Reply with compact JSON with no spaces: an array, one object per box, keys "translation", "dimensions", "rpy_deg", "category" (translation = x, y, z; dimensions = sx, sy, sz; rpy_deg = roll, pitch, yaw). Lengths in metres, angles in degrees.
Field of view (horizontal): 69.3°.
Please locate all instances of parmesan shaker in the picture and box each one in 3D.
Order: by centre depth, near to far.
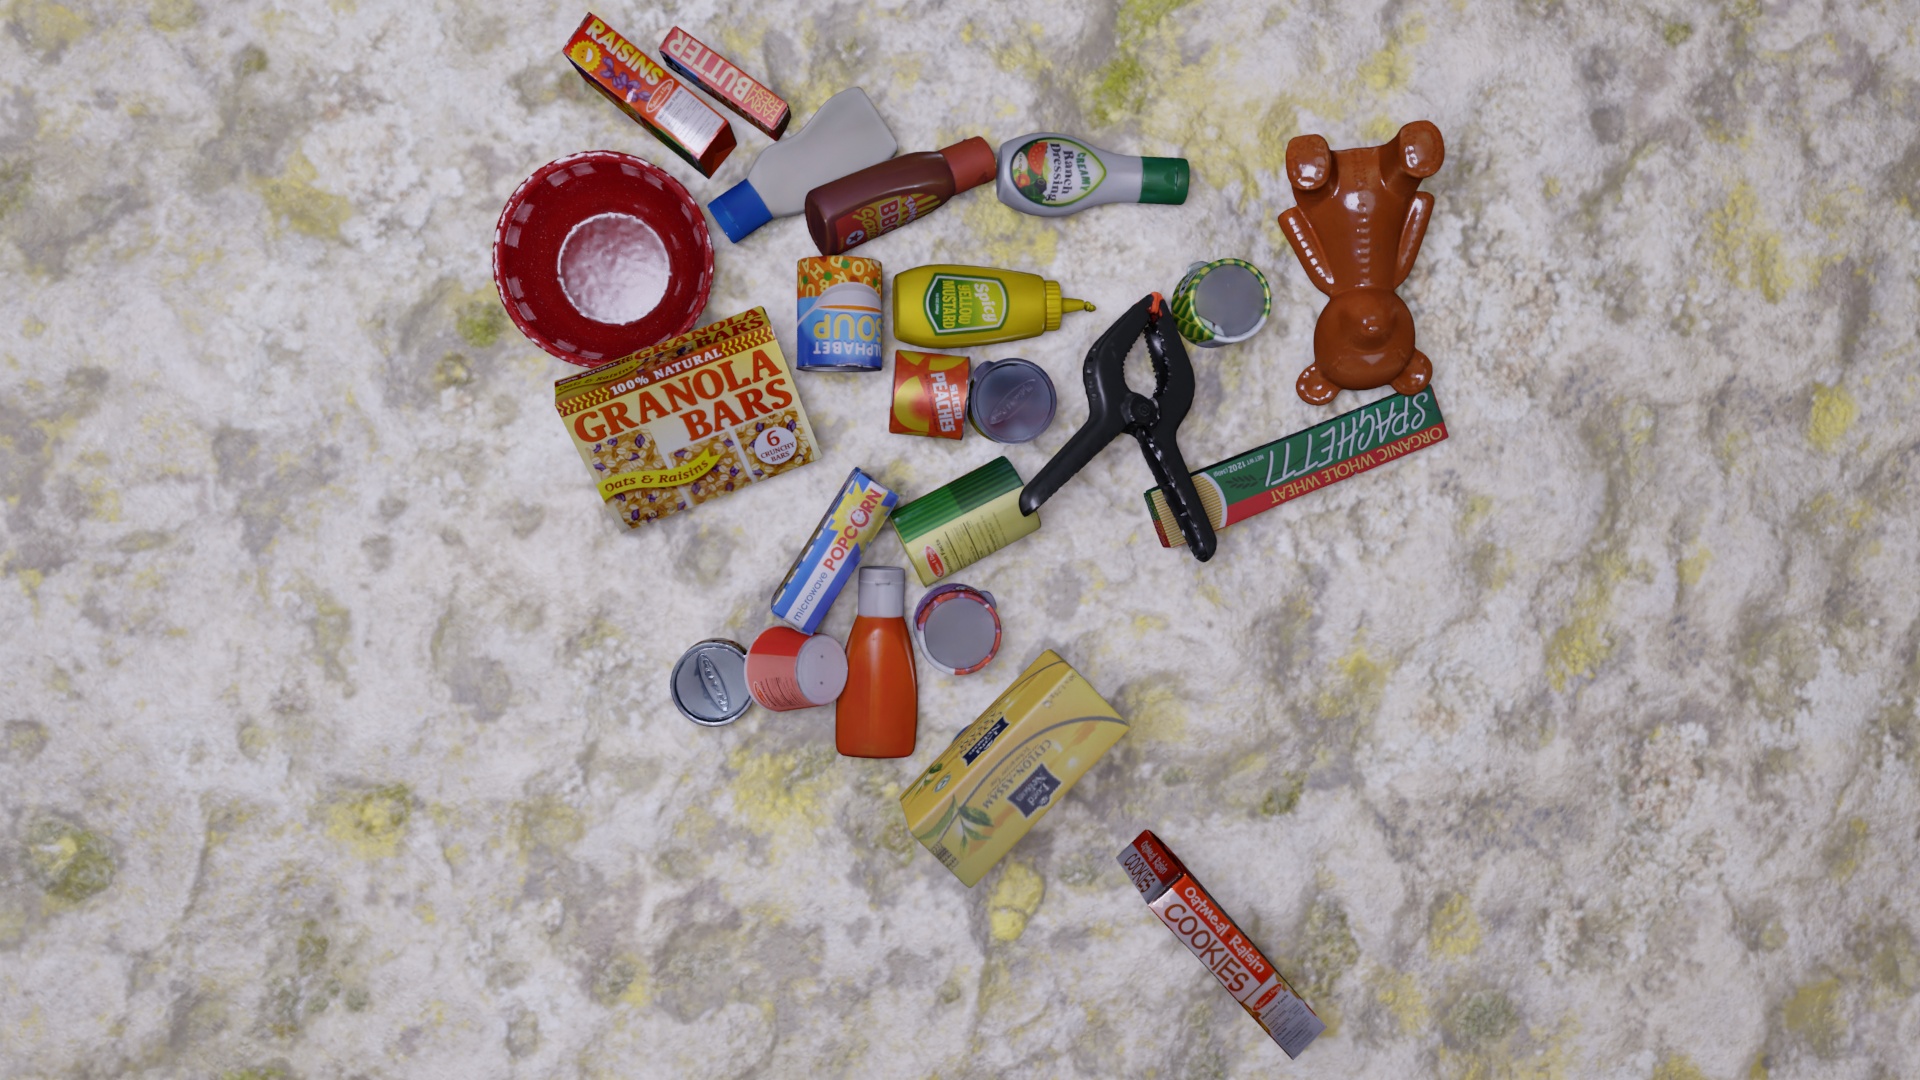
[{"translation":[0.004,-0.014,1.085],"dimensions":[0.103,0.071,0.071],"rpy_deg":[-27,96,-4],"category":"parmesan shaker"}]

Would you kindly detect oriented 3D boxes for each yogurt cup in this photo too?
[{"translation":[-0.124,0.099,1.068],"dimensions":[0.072,0.054,0.072],"rpy_deg":[5,84,-48],"category":"yogurt cup"}]

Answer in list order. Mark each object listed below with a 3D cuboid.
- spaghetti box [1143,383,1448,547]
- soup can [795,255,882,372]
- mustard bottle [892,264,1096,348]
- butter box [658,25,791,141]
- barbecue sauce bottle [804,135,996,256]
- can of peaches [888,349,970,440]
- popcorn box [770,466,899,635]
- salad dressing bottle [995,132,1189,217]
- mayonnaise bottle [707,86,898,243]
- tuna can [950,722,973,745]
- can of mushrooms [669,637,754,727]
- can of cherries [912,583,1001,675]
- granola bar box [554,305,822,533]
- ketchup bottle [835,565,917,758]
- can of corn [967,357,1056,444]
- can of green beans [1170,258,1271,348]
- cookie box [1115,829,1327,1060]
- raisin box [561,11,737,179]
[{"translation":[0.272,-0.062,1.123],"dimensions":[0.250,0.029,0.050],"rpy_deg":[-21,95,-4],"category":"spaghetti box"},{"translation":[-0.092,-0.172,1.062],"dimensions":[0.071,0.071,0.083],"rpy_deg":[0,94,-5],"category":"soup can"},{"translation":[0.027,-0.183,1.083],"dimensions":[0.160,0.049,0.065],"rpy_deg":[-2,95,-5],"category":"mustard bottle"},{"translation":[-0.177,-0.345,1.052],"dimensions":[0.103,0.053,0.024],"rpy_deg":[34,92,-6],"category":"butter box"},{"translation":[-0.045,-0.268,1.063],"dimensions":[0.149,0.064,0.044],"rpy_deg":[-26,74,-15],"category":"barbecue sauce bottle"},{"translation":[-0.024,-0.112,1.072],"dimensions":[0.058,0.071,0.071],"rpy_deg":[6,93,-4],"category":"can of peaches"},{"translation":[-0.097,0.007,1.065],"dimensions":[0.038,0.085,0.126],"rpy_deg":[32,90,-8],"category":"popcorn box"},{"translation":[0.103,-0.284,1.086],"dimensions":[0.148,0.044,0.064],"rpy_deg":[1,95,-5],"category":"salad dressing bottle"},{"translation":[-0.124,-0.284,1.068],"dimensions":[0.148,0.041,0.064],"rpy_deg":[-34,102,-1],"category":"mayonnaise bottle"},{"translation":[0.025,0.177,1.113],"dimensions":[0.071,0.033,0.071],"rpy_deg":[0,94,-5],"category":"tuna can"},{"translation":[-0.190,0.110,1.089],"dimensions":[0.071,0.033,0.071],"rpy_deg":[0,93,-5],"category":"can of mushrooms"},{"translation":[-0.001,0.067,1.091],"dimensions":[0.071,0.058,0.071],"rpy_deg":[0,94,-5],"category":"can of cherries"},{"translation":[-0.203,-0.090,1.046],"dimensions":[0.166,0.039,0.123],"rpy_deg":[-21,126,-4],"category":"granola bar box"},{"translation":[-0.064,0.095,1.094],"dimensions":[0.065,0.043,0.148],"rpy_deg":[2,93,-6],"category":"ketchup bottle"},{"translation":[0.036,-0.110,1.083],"dimensions":[0.071,0.058,0.071],"rpy_deg":[0,94,-5],"category":"can of corn"},{"translation":[0.205,-0.187,1.094],"dimensions":[0.071,0.058,0.071],"rpy_deg":[0,94,-5],"category":"can of green beans"},{"translation":[0.201,0.312,1.092],"dimensions":[0.040,0.123,0.167],"rpy_deg":[-42,96,-2],"category":"cookie box"},{"translation":[-0.228,-0.329,1.032],"dimensions":[0.123,0.086,0.040],"rpy_deg":[38,92,-6],"category":"raisin box"}]
